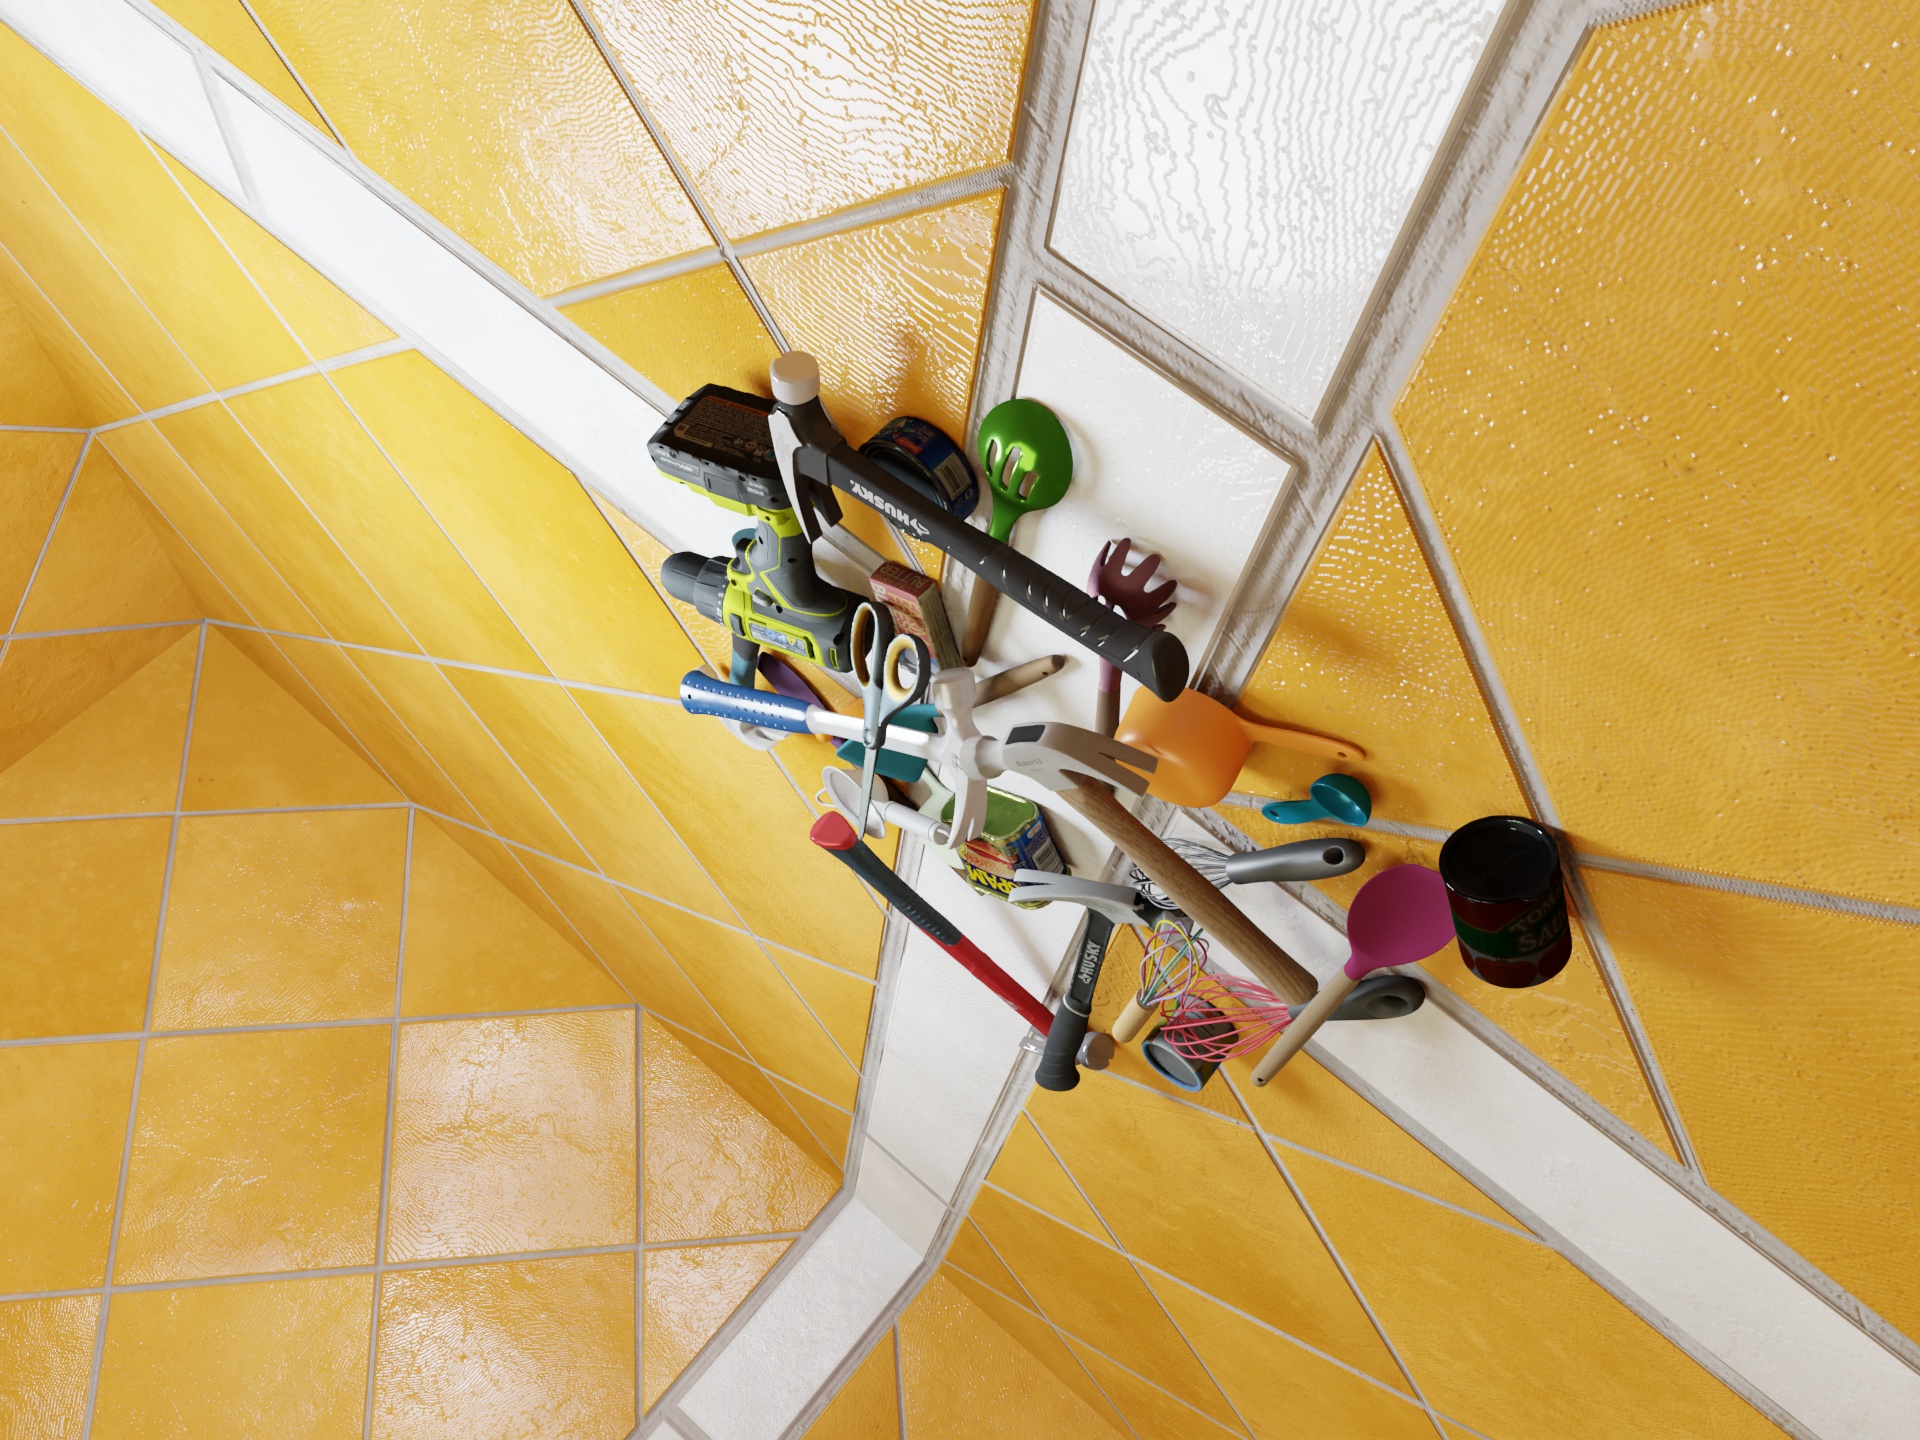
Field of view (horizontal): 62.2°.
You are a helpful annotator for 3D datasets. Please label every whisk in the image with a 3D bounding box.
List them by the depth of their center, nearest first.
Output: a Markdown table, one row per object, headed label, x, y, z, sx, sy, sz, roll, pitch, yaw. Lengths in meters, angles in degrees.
| label | x | y | z | sx | sy | sz | roll | pitch | yaw |
| --- | --- | --- | --- | --- | --- | --- | --- | --- | --- |
| whisk | 0.202 | 0.104 | 1.149 | 0.055 | 0.055 | 0.239 | 51 | 149 | -15 |
| whisk | 0.252 | 0.228 | 1.249 | 0.073 | 0.073 | 0.296 | 49 | 148 | -10 |
| whisk | 0.157 | 0.217 | 1.303 | 0.047 | 0.051 | 0.244 | 30 | 153 | 8 |

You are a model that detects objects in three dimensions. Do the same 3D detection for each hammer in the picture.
| label | x | y | z | sx | sy | sz | roll | pitch | yaw |
| --- | --- | --- | --- | --- | --- | --- | --- | --- | --- |
| hammer | 0.006 | -0.109 | 1.032 | 0.335 | 0.035 | 0.146 | 35 | 151 | 22 |
| hammer | 0.149 | 0.106 | 1.116 | 0.331 | 0.031 | 0.130 | 42 | 149 | -28 |
| hammer | -0.119 | 0.006 | 1.365 | 0.406 | 0.035 | 0.144 | 11 | 116 | 48 |
| hammer | 0.103 | 0.248 | 1.436 | 0.149 | 0.036 | 0.408 | 15 | 146 | 5 |
| hammer | -0.200 | -0.074 | 1.472 | 0.128 | 0.033 | 0.330 | 46 | 154 | 14 |
| hammer | -0.012 | 0.222 | 1.588 | 0.386 | 0.038 | 0.143 | 44 | 158 | -22 |

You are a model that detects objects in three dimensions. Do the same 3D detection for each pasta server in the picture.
| label | x | y | z | sx | sy | sz | roll | pitch | yaw |
| --- | --- | --- | --- | --- | --- | --- | --- | --- | --- |
| pasta server | 0.109 | -0.017 | 1.122 | 0.060 | 0.040 | 0.316 | 34 | 157 | 20 |

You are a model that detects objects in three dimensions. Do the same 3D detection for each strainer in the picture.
| label | x | y | z | sx | sy | sz | roll | pitch | yaw |
| --- | --- | --- | --- | --- | --- | --- | --- | --- | --- |
| strainer | -0.063 | 0.081 | 1.437 | 0.086 | 0.050 | 0.259 | 59 | 162 | -22 |

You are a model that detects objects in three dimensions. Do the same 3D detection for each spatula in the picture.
| label | x | y | z | sx | sy | sz | roll | pitch | yaw |
| --- | --- | --- | --- | --- | --- | --- | --- | --- | --- |
| spatula | -0.002 | -0.004 | 1.285 | 0.082 | 0.044 | 0.317 | 21 | 160 | -22 |
| spatula | -0.084 | 0.052 | 1.525 | 0.316 | 0.018 | 0.059 | 46 | 152 | -2 |

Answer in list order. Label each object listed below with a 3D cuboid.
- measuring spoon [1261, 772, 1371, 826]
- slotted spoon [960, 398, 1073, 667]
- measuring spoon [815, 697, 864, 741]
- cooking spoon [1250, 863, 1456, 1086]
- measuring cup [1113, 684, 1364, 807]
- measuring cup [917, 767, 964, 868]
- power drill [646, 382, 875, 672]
| label | x | y | z | sx | sy | sz | roll | pitch | yaw |
| --- | --- | --- | --- | --- | --- | --- | --- | --- | --- |
| measuring spoon | 0.235 | 0.052 | 1.055 | 0.042 | 0.021 | 0.128 | 41 | 165 | -7 |
| slotted spoon | 0.024 | -0.113 | 1.100 | 0.070 | 0.031 | 0.313 | 39 | 156 | 11 |
| measuring spoon | -0.107 | 0.000 | 1.470 | 0.021 | 0.011 | 0.117 | 51 | 146 | -7 |
| cooking spoon | 0.271 | 0.191 | 1.139 | 0.069 | 0.017 | 0.318 | 26 | 141 | 4 |
| measuring cup | 0.177 | 0.027 | 1.038 | 0.174 | 0.052 | 0.095 | 12 | 153 | 42 |
| measuring cup | -0.035 | 0.070 | 1.454 | 0.167 | 0.038 | 0.083 | 50 | 155 | -17 |
| power drill | -0.167 | -0.145 | 1.241 | 0.191 | 0.080 | 0.228 | 20 | 146 | 19 |
